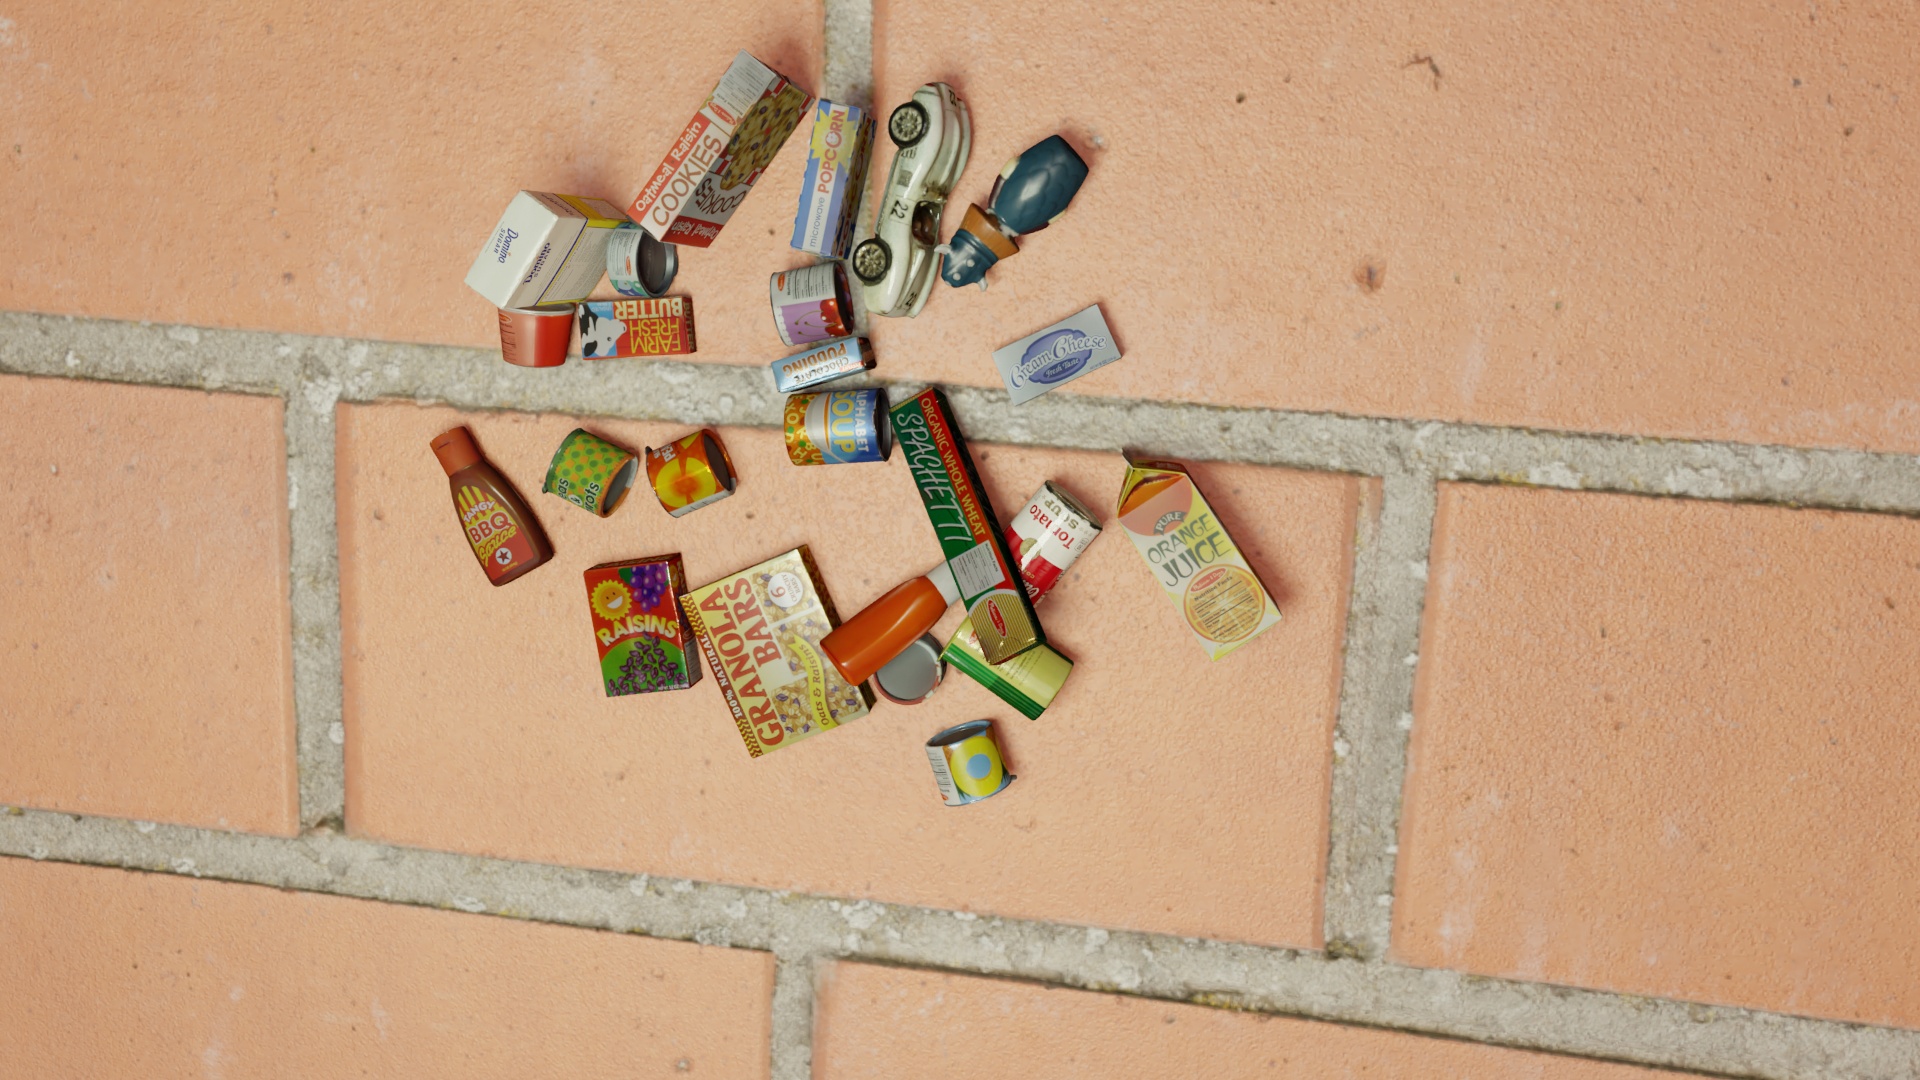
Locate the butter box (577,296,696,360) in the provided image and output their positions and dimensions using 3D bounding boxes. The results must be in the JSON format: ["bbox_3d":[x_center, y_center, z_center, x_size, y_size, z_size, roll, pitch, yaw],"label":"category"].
[{"bbox_3d":[-0.295,-0.193,1.264,0.103,0.024,0.053,-2,98,8],"label":"butter box"}]

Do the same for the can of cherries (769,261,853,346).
[{"bbox_3d":[-0.129,-0.206,1.220,0.058,0.071,0.071,-9,98,8],"label":"can of cherries"}]

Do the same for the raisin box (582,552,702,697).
[{"bbox_3d":[-0.296,0.079,1.298,0.086,0.040,0.123,-7,99,10],"label":"raisin box"}]

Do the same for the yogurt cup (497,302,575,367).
[{"bbox_3d":[-0.385,-0.188,1.258,0.072,0.072,0.053,10,108,6],"label":"yogurt cup"}]

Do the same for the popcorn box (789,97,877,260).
[{"bbox_3d":[-0.108,-0.306,1.190,0.038,0.085,0.126,14,100,5],"label":"popcorn box"}]

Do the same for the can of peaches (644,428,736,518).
[{"bbox_3d":[-0.244,-0.063,1.255,0.058,0.071,0.071,-21,95,10],"label":"can of peaches"}]

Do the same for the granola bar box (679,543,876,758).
[{"bbox_3d":[-0.168,0.102,1.284,0.124,0.039,0.165,-22,95,10],"label":"granola bar box"}]

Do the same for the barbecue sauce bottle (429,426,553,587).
[{"bbox_3d":[-0.443,-0.034,1.299,0.065,0.044,0.148,-28,94,12],"label":"barbecue sauce bottle"}]

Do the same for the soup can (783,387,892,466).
[{"bbox_3d":[-0.108,-0.101,1.228,0.084,0.071,0.071,-3,98,9],"label":"soup can"}]

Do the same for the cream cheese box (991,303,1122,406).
[{"bbox_3d":[0.084,-0.162,1.217,0.104,0.024,0.053,-24,93,11],"label":"cream cheese box"}]

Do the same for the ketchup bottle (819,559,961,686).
[{"bbox_3d":[-0.052,0.067,1.236,0.149,0.065,0.043,-36,119,-11],"label":"ketchup bottle"}]

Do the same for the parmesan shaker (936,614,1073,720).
[{"bbox_3d":[0.040,0.109,1.241,0.103,0.071,0.071,35,102,1],"label":"parmesan shaker"}]

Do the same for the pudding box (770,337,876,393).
[{"bbox_3d":[-0.121,-0.155,1.233,0.083,0.050,0.030,-15,95,10],"label":"pudding box"}]

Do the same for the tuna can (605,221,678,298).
[{"bbox_3d":[-0.282,-0.249,1.233,0.033,0.071,0.071,7,100,18],"label":"tuna can"}]

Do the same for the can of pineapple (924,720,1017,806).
[{"bbox_3d":[0.008,0.201,1.262,0.071,0.071,0.058,-18,96,10],"label":"can of pineapple"}]

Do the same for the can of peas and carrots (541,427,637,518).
[{"bbox_3d":[-0.337,-0.059,1.267,0.059,0.071,0.070,26,101,3],"label":"can of peas and carrots"}]

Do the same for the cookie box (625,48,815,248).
[{"bbox_3d":[-0.202,-0.327,1.180,0.040,0.123,0.167,39,102,1],"label":"cookie box"}]

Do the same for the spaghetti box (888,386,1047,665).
[{"bbox_3d":[0.004,-0.015,1.200,0.050,0.028,0.250,-28,72,18],"label":"spaghetti box"}]

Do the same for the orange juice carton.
[{"bbox_3d":[0.194,0.001,1.202,0.073,0.072,0.192,-34,93,11],"label":"orange juice carton"}]

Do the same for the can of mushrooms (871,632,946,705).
[{"bbox_3d":[-0.048,0.118,1.273,0.071,0.033,0.071,1,99,7],"label":"can of mushrooms"}]
